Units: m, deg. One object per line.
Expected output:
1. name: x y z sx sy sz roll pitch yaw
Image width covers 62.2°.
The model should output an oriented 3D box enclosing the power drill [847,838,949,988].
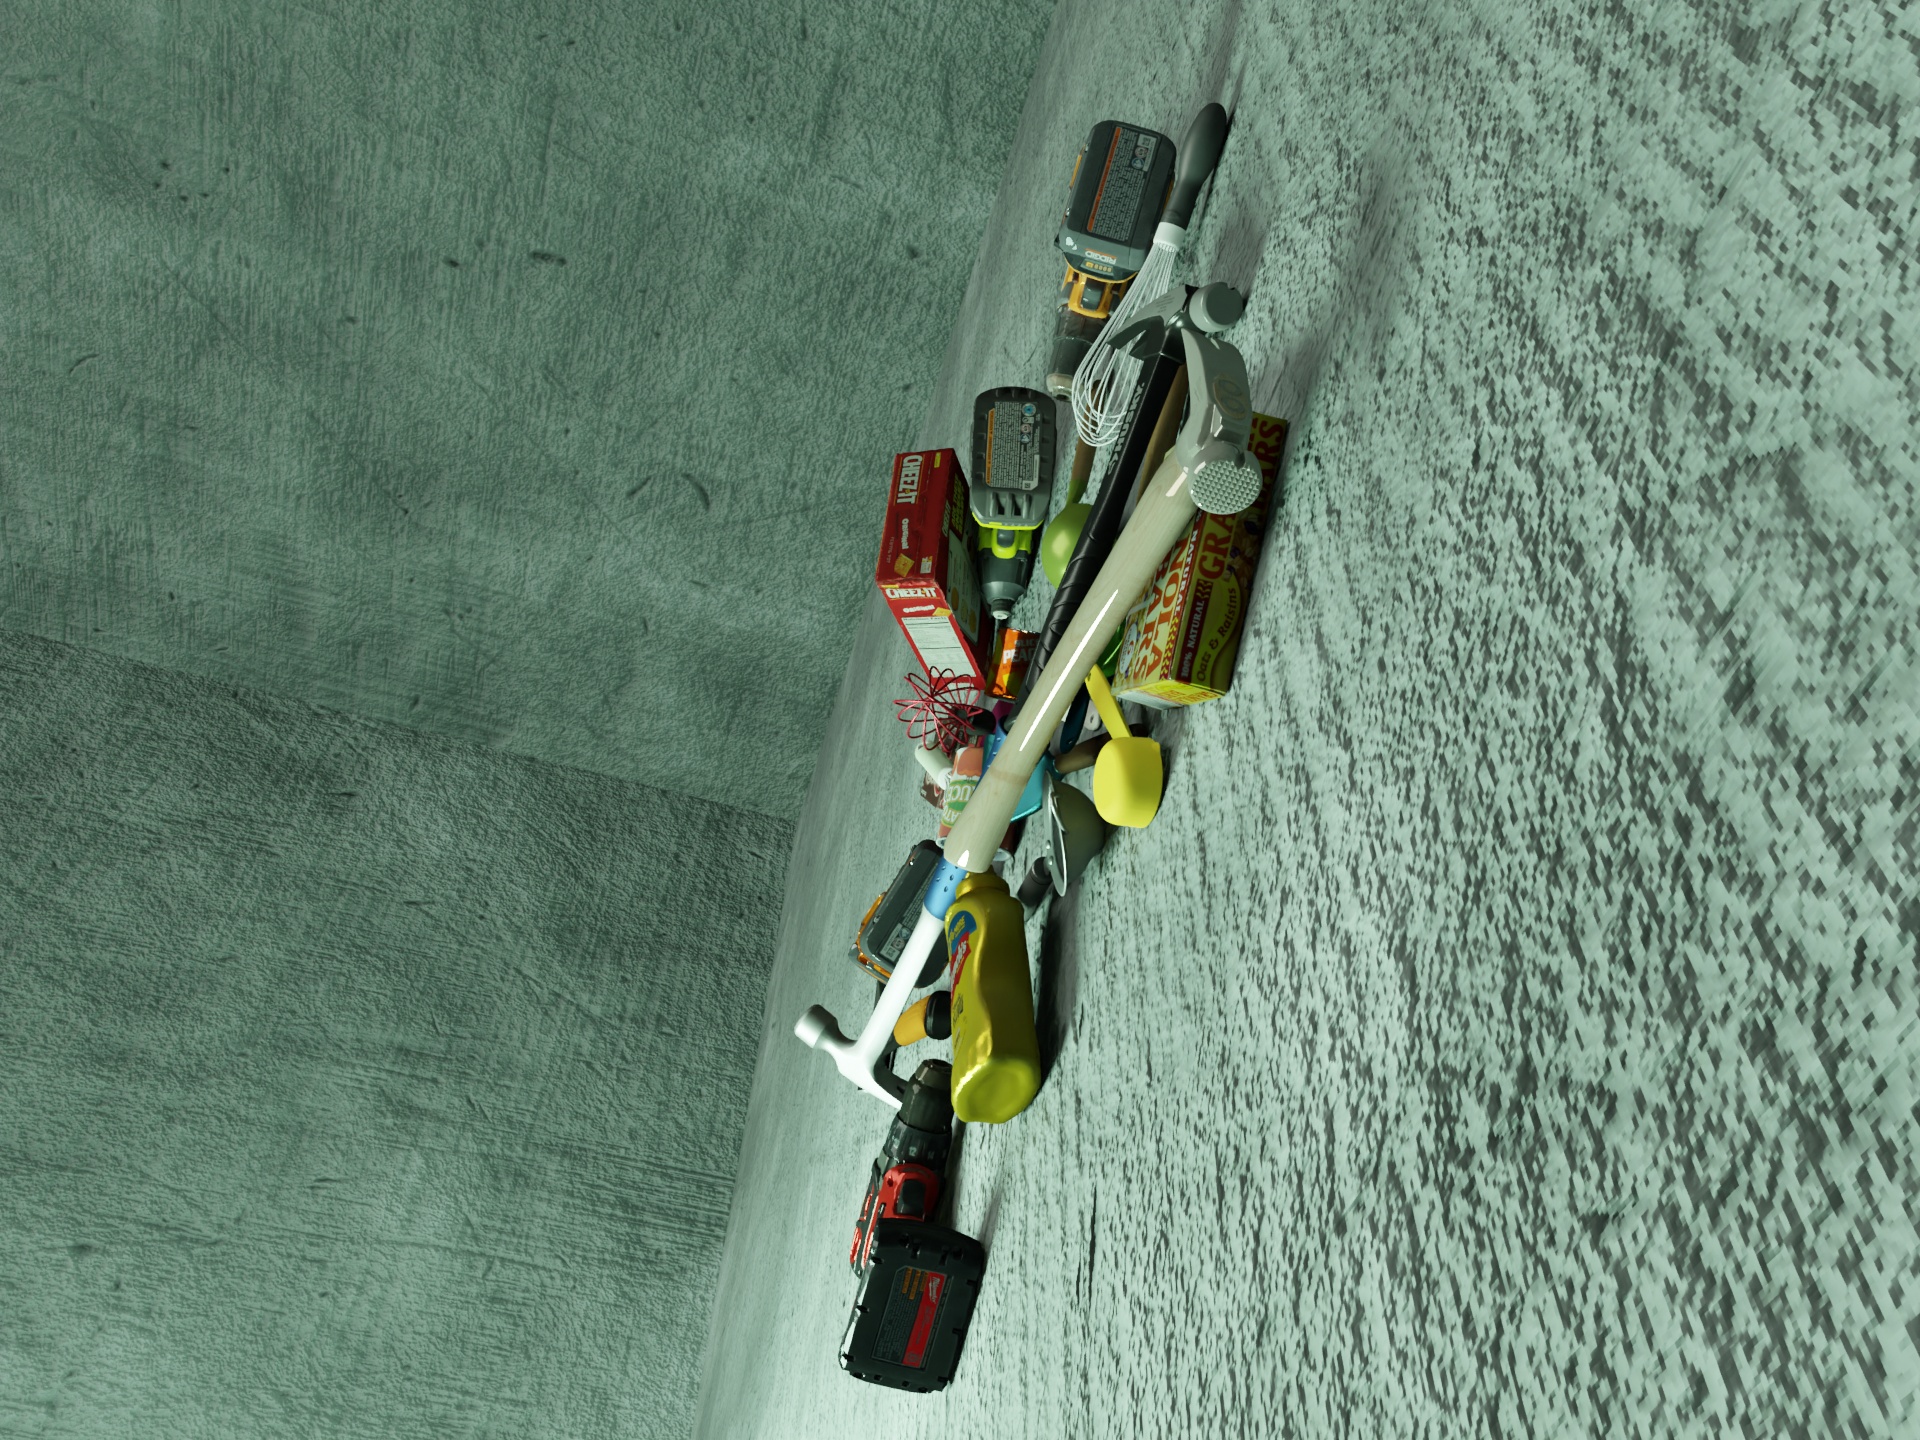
1. power drill: -0.034 0.169 1.479 0.164 0.084 0.226 -58 2 -10

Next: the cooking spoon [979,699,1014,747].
1. cooking spoon: 0.007 0.087 1.587 0.069 0.017 0.318 -91 18 -49

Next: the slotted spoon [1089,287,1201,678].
1. slotted spoon: 0.140 -0.172 1.145 0.070 0.031 0.314 155 131 -69

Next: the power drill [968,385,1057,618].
1. power drill: 0.047 -0.211 1.556 0.223 0.080 0.171 91 -178 -73

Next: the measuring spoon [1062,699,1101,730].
1. measuring spoon: 0.089 -0.010 1.226 0.124 0.018 0.034 -131 56 -79

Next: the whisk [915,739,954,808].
1. whisk: -0.007 0.059 1.537 0.058 0.059 0.246 -35 19 -4

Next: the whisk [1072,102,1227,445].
1. whisk: 0.156 -0.354 1.265 0.070 0.070 0.284 -134 64 -80

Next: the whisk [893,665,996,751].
1. whisk: -0.002 -0.004 1.382 0.295 0.073 0.073 19 -95 -80

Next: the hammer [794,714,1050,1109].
1. hammer: -0.017 0.163 1.276 0.035 0.144 0.405 -35 -25 -51

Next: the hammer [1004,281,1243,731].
1. hammer: 0.101 -0.146 1.132 0.335 0.035 0.146 -70 20 -1

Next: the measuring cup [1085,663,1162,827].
1. measuring cup: 0.092 0.008 1.030 0.157 0.029 0.062 -109 29 -50

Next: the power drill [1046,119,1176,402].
1. power drill: 0.121 -0.396 1.400 0.226 0.084 0.185 100 -174 -82

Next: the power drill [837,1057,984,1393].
1. power drill: -0.035 0.376 1.208 0.227 0.080 0.188 -116 41 -81

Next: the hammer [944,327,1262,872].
1. hammer: 0.074 -0.049 0.997 0.146 0.038 0.410 -87 19 -45

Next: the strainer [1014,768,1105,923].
1. strainer: 0.063 0.103 1.137 0.258 0.050 0.087 109 155 -64

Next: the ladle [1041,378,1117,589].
1. ladle: 0.115 -0.210 1.356 0.320 0.062 0.078 -75 3 -50

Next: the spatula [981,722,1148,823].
1. spatula: 0.073 0.030 1.179 0.317 0.044 0.082 146 127 -75

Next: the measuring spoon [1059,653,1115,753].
1. measuring spoon: 0.091 -0.007 1.126 0.042 0.021 0.129 -37 17 31

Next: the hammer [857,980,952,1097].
1. hammer: -0.049 0.294 1.554 0.336 0.034 0.127 128 154 -69
